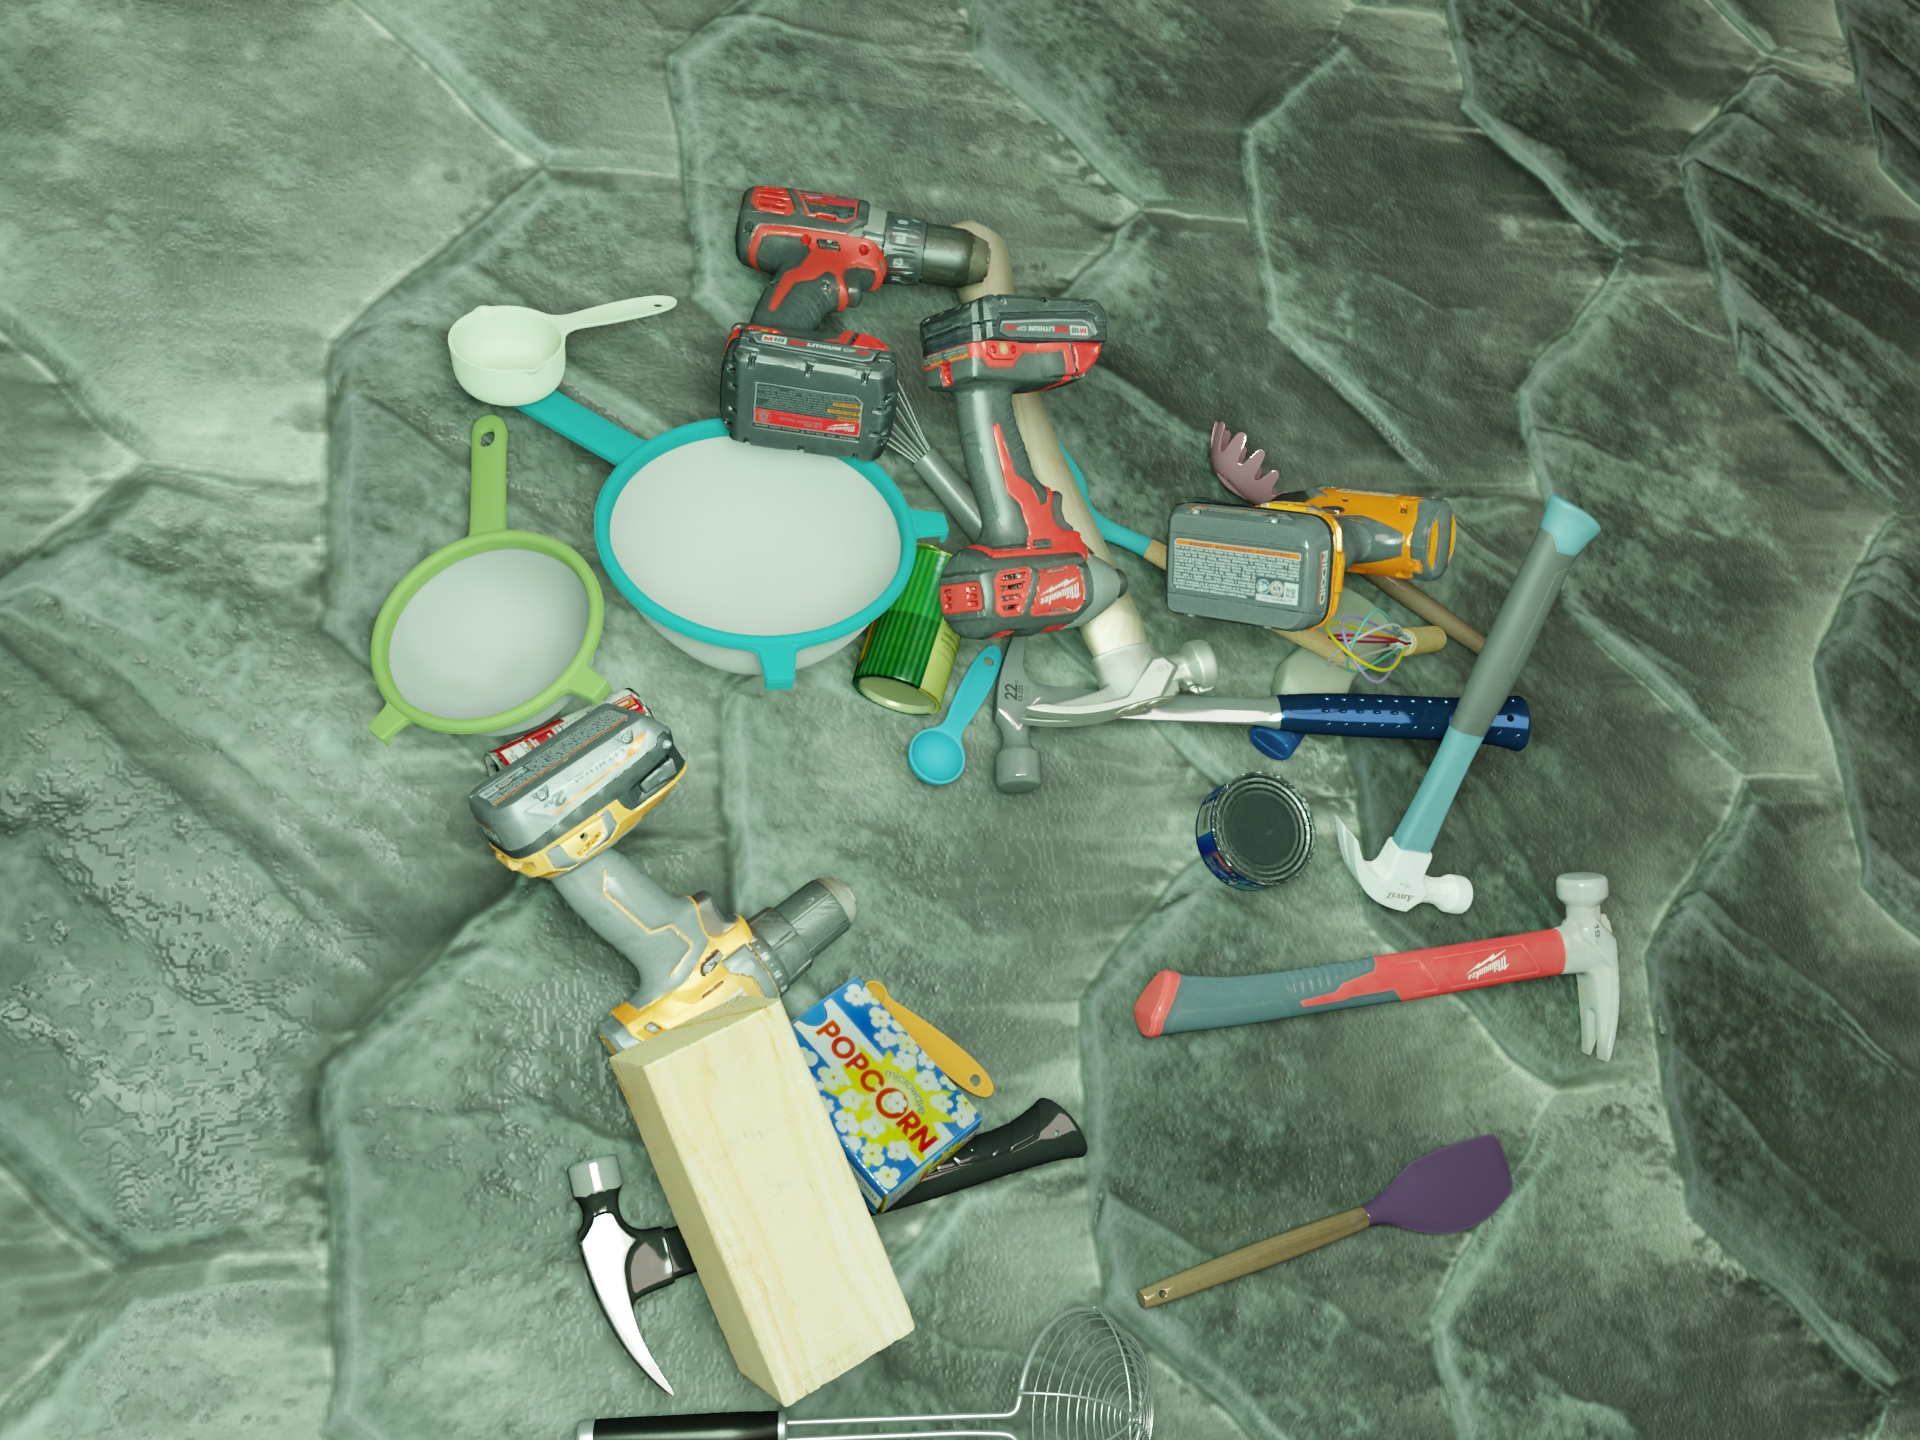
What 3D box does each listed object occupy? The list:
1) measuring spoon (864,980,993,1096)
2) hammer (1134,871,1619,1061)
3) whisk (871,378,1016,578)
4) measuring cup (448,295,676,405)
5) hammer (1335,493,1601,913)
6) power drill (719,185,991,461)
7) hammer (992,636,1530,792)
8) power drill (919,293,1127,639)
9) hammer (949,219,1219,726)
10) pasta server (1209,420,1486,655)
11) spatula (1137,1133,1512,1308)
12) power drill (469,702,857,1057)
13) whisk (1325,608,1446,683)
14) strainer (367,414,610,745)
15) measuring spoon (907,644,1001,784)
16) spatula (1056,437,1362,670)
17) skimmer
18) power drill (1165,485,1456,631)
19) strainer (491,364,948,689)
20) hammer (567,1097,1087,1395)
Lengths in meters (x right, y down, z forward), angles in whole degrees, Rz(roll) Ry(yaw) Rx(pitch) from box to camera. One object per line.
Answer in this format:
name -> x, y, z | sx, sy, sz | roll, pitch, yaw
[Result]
measuring spoon -> -0.024, 0.218, 1.081 | 0.117, 0.011, 0.021 | 41, 63, -7
hammer -> 0.313, 0.206, 1.172 | 0.386, 0.038, 0.143 | -6, 94, -16
whisk -> -0.027, -0.194, 1.185 | 0.055, 0.055, 0.239 | -44, 96, -24
measuring cup -> -0.272, -0.261, 1.105 | 0.167, 0.038, 0.083 | -24, 55, -30
hammer -> 0.372, -0.005, 1.146 | 0.128, 0.033, 0.331 | 9, 116, -20
power drill -> -0.075, -0.290, 1.128 | 0.188, 0.080, 0.227 | 7, 51, -5
hammer -> 0.224, -0.012, 1.177 | 0.405, 0.035, 0.144 | 2, 69, -9
power drill -> 0.048, -0.168, 1.073 | 0.143, 0.078, 0.219 | -8, 94, -35
hammer -> 0.052, -0.191, 1.176 | 0.146, 0.038, 0.411 | -15, 72, -14
pasta server -> 0.324, -0.137, 1.286 | 0.316, 0.060, 0.040 | 33, 98, -9
spatula -> 0.265, 0.362, 1.127 | 0.316, 0.018, 0.060 | -11, 79, -22
power drill -> -0.175, 0.099, 0.993 | 0.185, 0.084, 0.226 | -36, 115, -23
whisk -> 0.324, -0.061, 1.195 | 0.245, 0.047, 0.051 | -8, 110, -59
strainer -> -0.304, -0.089, 1.057 | 0.151, 0.069, 0.257 | -11, 58, 2
measuring spoon -> -0.002, -0.004, 1.153 | 0.042, 0.021, 0.129 | 33, 58, -6
spatula -> 0.168, -0.123, 1.211 | 0.317, 0.044, 0.082 | 29, 65, 3
skimmer -> -0.051, 0.437, 0.994 | 0.363, 0.090, 0.127 | 1, 77, -7
power drill -> 0.238, -0.126, 1.147 | 0.226, 0.164, 0.084 | -19, 115, -49
strainer -> -0.193, -0.135, 1.096 | 0.340, 0.095, 0.211 | 31, 53, 15
hammer -> -0.072, 0.313, 1.021 | 0.334, 0.035, 0.146 | -11, 77, -21
